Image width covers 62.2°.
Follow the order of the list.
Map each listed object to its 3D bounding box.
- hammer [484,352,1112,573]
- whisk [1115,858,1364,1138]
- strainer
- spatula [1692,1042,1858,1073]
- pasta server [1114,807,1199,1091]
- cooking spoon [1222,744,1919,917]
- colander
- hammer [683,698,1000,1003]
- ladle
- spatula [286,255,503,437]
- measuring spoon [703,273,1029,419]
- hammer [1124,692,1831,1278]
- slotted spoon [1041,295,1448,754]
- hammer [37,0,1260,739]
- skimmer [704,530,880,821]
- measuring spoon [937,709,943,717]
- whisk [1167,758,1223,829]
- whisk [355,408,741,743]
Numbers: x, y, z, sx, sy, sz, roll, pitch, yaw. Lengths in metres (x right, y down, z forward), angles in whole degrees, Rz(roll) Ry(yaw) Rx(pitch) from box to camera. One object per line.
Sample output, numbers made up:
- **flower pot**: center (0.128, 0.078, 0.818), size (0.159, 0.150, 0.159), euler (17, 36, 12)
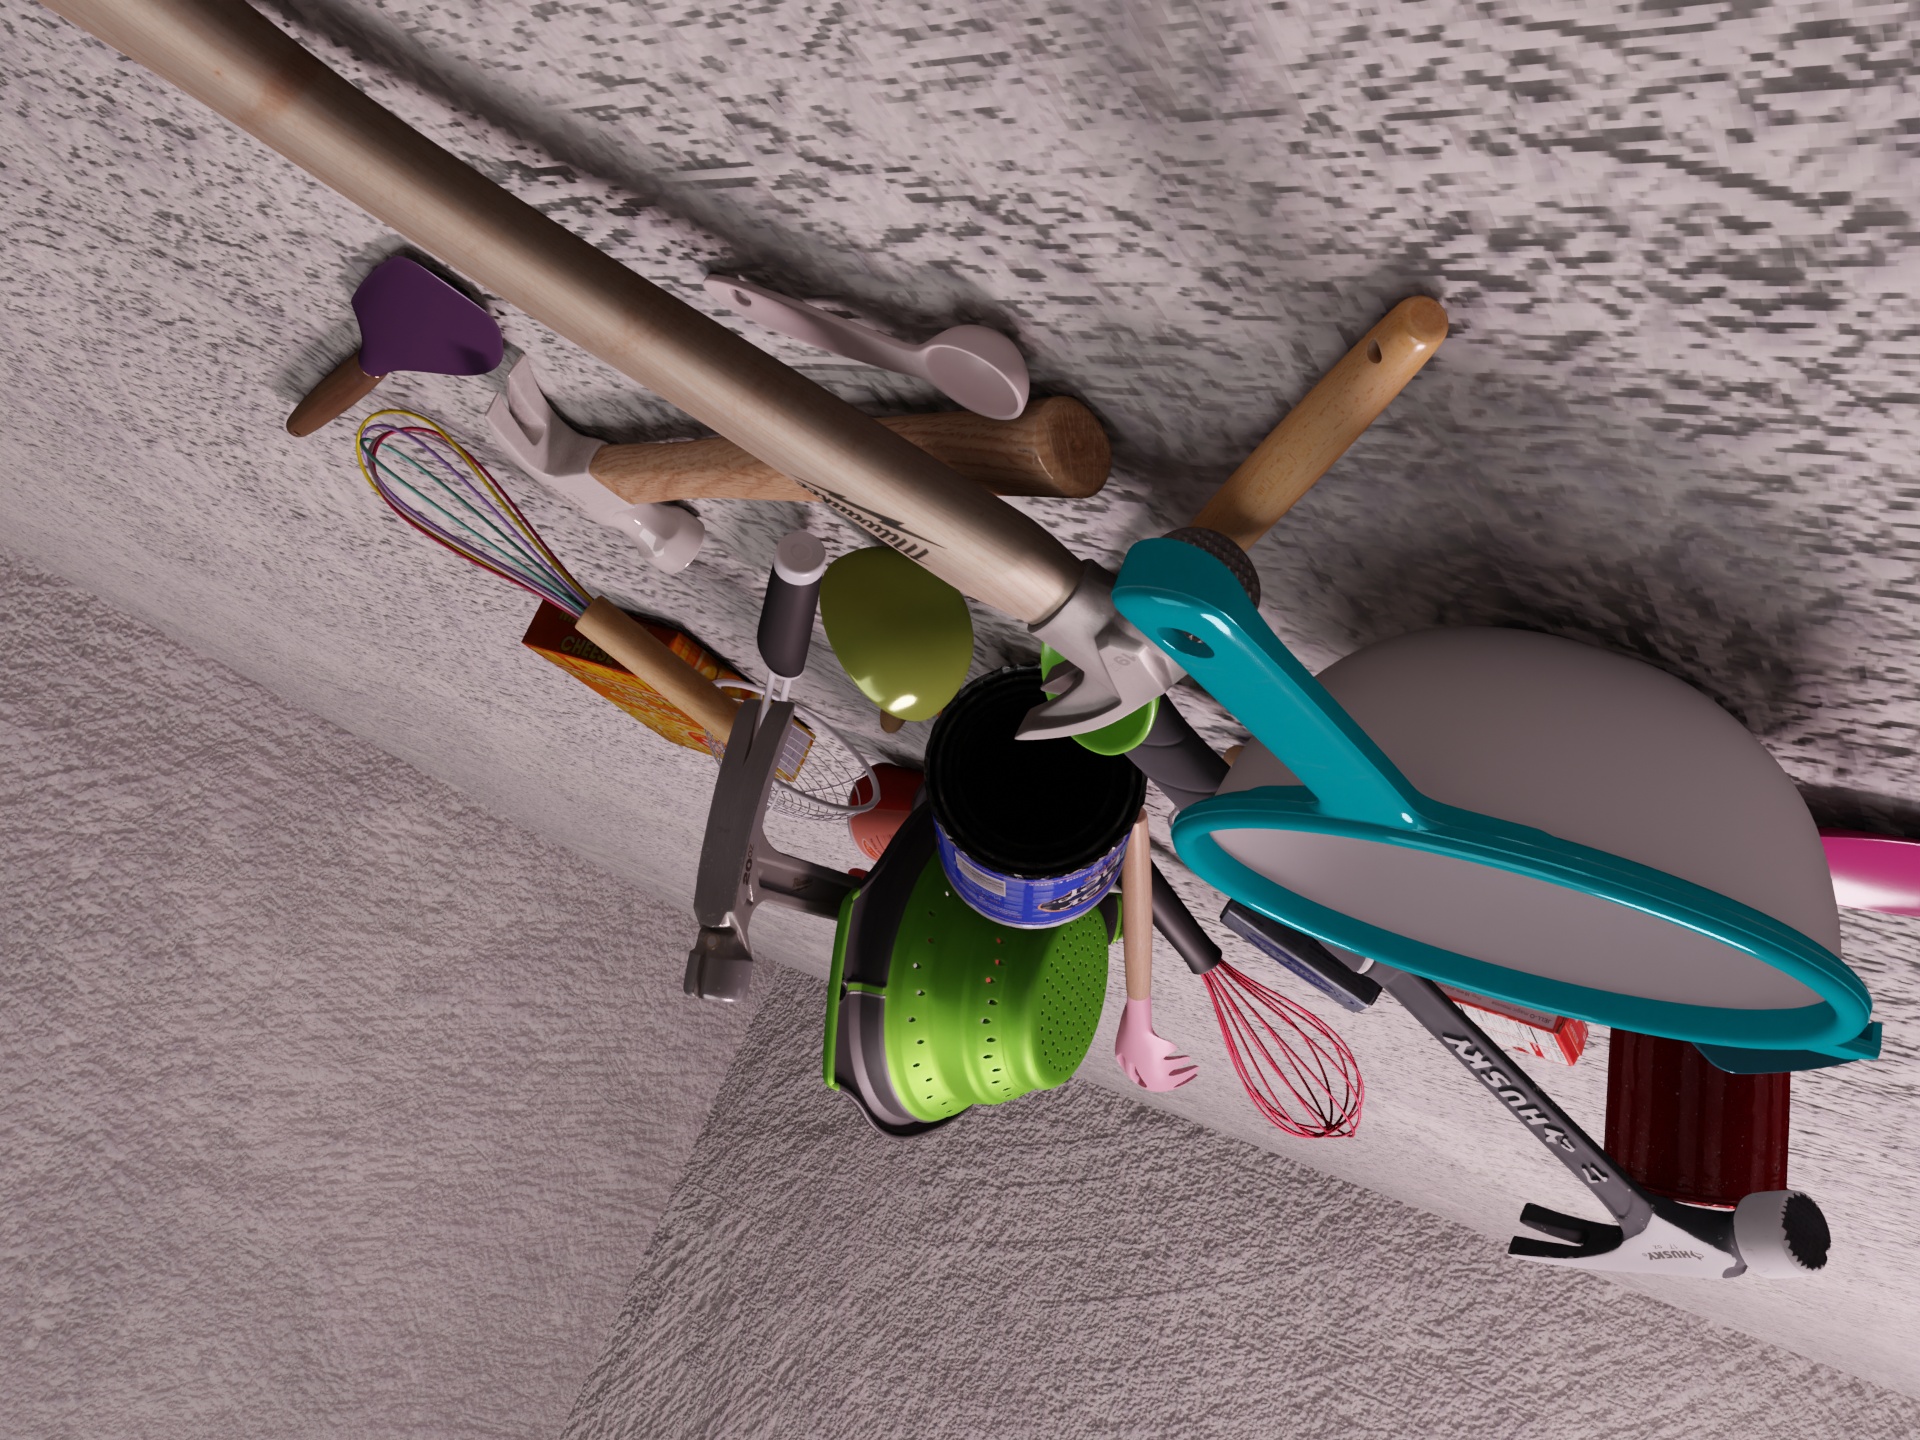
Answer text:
- **hammer**: center (-0.074, -0.099, 0.605), size (0.331, 0.031, 0.129), euler (7, 158, 48)
- **whisk**: center (0.167, 0.165, 1.006), size (0.295, 0.073, 0.073), euler (50, 157, -19)
- **strainer**: center (0.146, 0.003, 0.465), size (0.211, 0.095, 0.340), euler (8, 162, 40)
- **spatula**: center (0.293, 0.132, 0.816), size (0.082, 0.044, 0.317), euler (0, 178, -23)
- **pasta server**: center (0.114, 0.147, 0.976), size (0.060, 0.040, 0.315), euler (38, 154, 32)
- **cooking spoon**: center (0.235, 0.036, 0.616), size (0.319, 0.017, 0.068), euler (9, 160, 44)
- **colander**: center (0.061, 0.146, 0.976), size (0.094, 0.204, 0.397), euler (8, -176, 27)
- **hammer**: center (-0.038, 0.101, 0.920), size (0.037, 0.149, 0.358), euler (6, 169, 27)
- **ladle**: center (-0.038, -0.019, 0.790), size (0.078, 0.062, 0.320), euler (64, 171, 6)
- **spatula**: center (-0.274, -0.160, 0.734), size (0.059, 0.018, 0.316), euler (34, 162, -28)
- **measuring spoon**: center (-0.029, -0.123, 0.489), size (0.124, 0.018, 0.034), euler (25, 165, 26)
- **hammer**: center (0.193, 0.114, 0.707), size (0.409, 0.036, 0.149), euler (44, 145, -9)
- **slotted spoon**: center (0.079, -0.052, 0.513), size (0.031, 0.070, 0.313), euler (-18, 169, -15)
- **hammer**: center (-0.108, -0.121, 0.488), size (0.410, 0.038, 0.146), euler (32, 160, -8)
- **skimmer**: center (-0.083, -0.029, 0.858), size (0.127, 0.090, 0.363), euler (37, 157, 5)
- **measuring spoon**: center (-0.001, -0.003, 0.884), size (0.021, 0.011, 0.116), euler (23, 163, 20)
- **whisk**: center (0.196, 0.055, 0.703), size (0.246, 0.059, 0.057), euler (6, -166, 42)
- **whisk**: center (-0.205, -0.072, 0.806), size (0.245, 0.047, 0.051), euler (39, 176, -6)
